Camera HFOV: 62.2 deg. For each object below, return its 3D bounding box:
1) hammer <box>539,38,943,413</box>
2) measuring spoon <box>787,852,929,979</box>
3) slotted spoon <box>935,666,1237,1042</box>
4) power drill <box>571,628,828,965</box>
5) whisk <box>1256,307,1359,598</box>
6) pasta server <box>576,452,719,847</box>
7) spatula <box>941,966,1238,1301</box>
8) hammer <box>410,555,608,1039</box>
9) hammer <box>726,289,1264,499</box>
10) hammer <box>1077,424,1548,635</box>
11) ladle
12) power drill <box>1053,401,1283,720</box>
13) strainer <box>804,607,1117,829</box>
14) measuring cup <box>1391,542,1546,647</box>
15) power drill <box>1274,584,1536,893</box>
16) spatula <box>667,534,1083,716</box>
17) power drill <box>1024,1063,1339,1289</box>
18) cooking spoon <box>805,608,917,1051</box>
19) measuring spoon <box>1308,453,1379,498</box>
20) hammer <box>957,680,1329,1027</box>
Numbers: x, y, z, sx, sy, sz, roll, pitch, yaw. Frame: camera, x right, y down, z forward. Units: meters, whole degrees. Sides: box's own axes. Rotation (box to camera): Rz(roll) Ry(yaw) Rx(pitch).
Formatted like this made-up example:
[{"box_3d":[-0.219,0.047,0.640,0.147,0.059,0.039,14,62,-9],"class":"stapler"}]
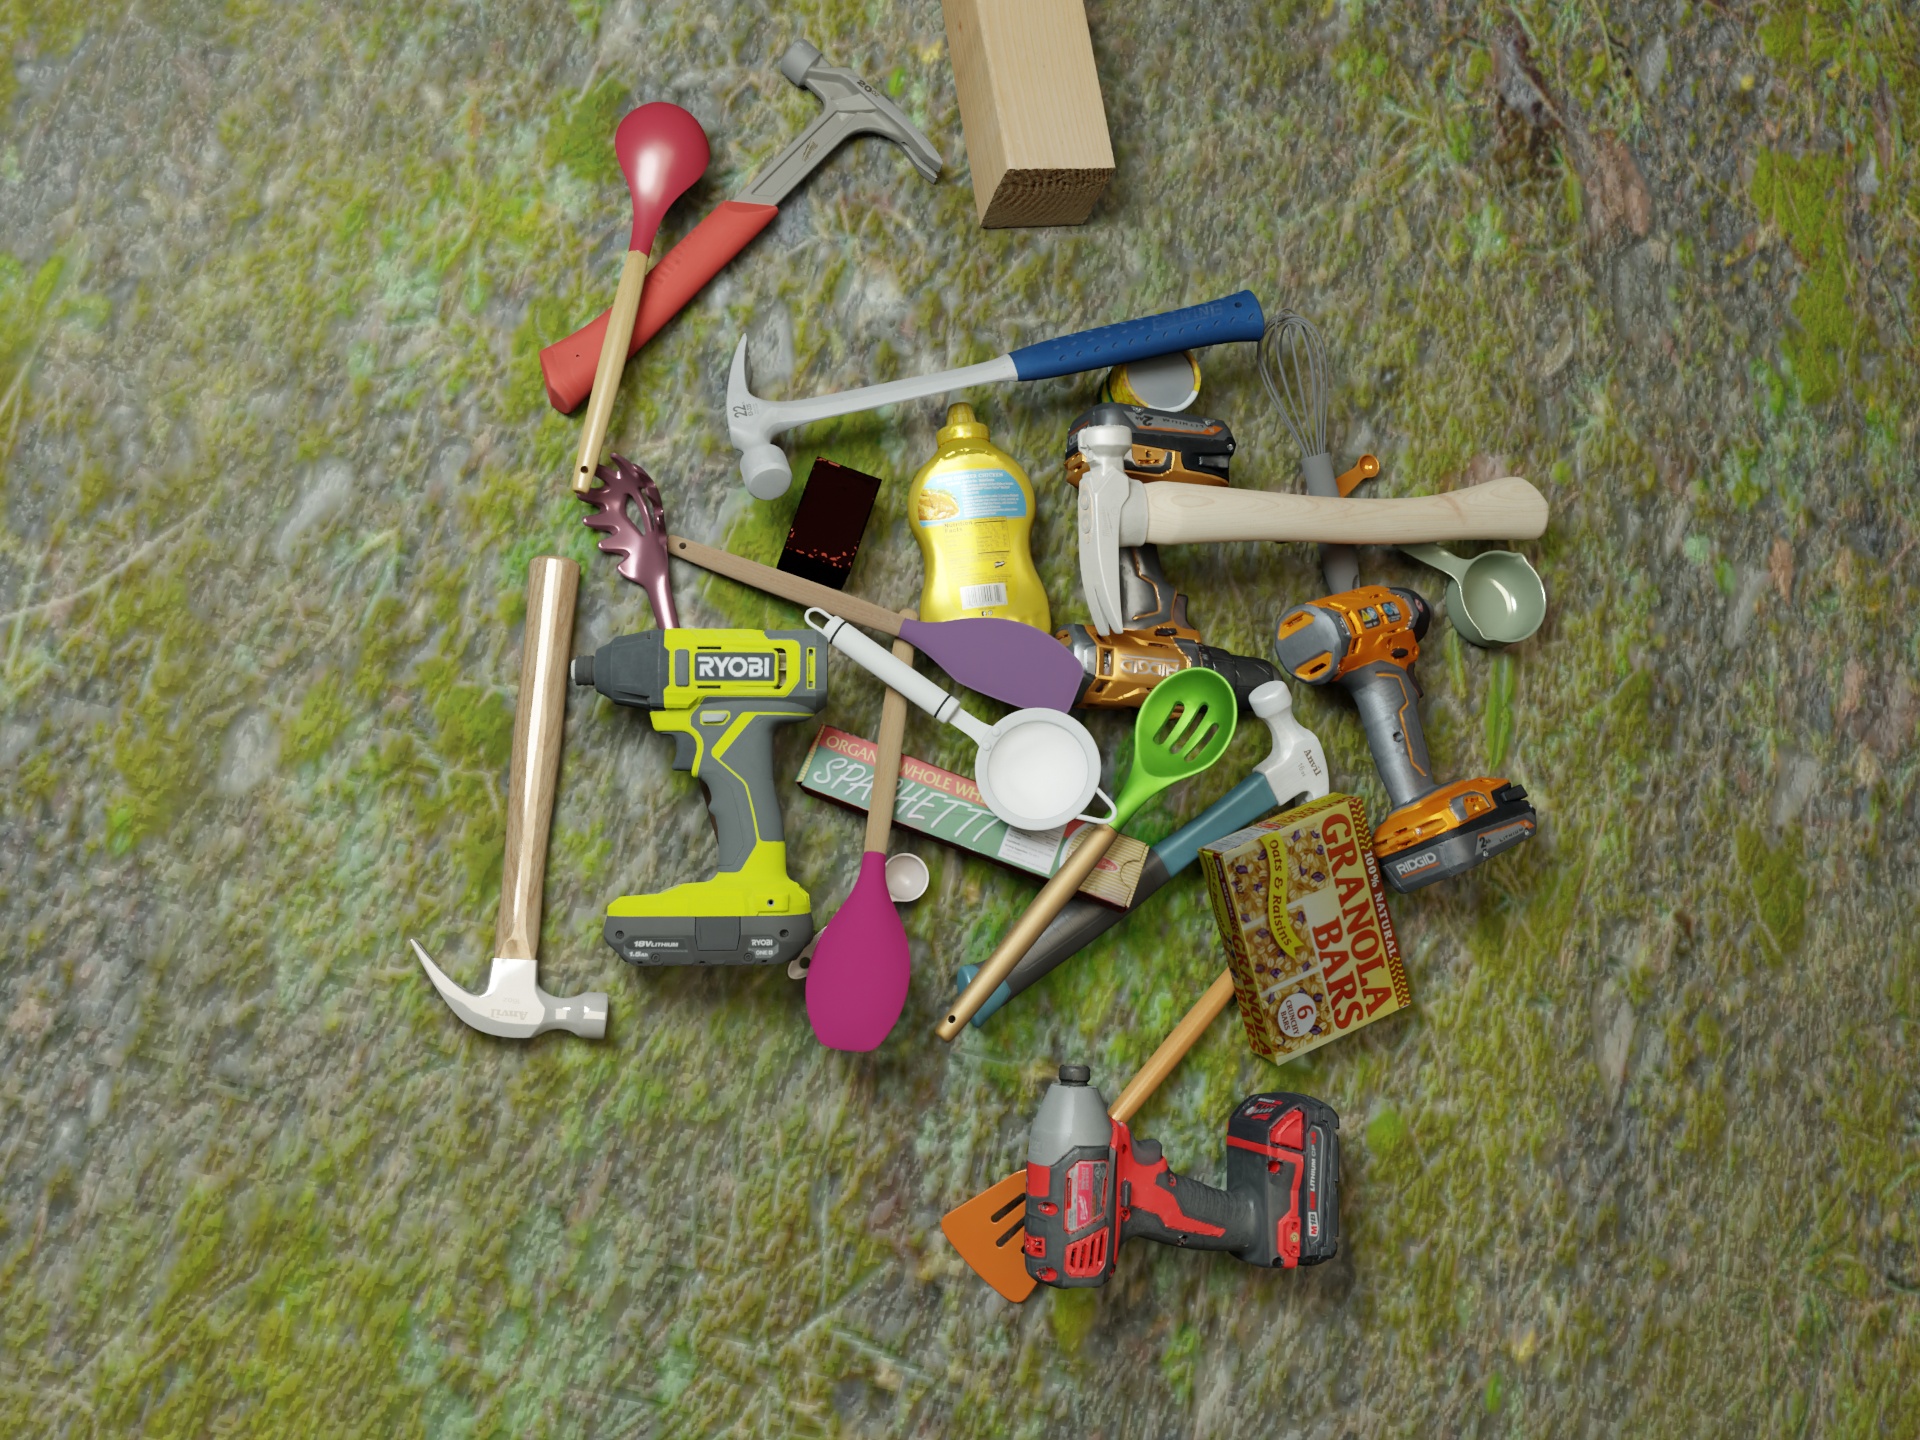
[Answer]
[{"box_3d":[-0.175,-0.356,1.197,0.149,0.036,0.359,41,72,-2],"class":"hammer"},{"box_3d":[-0.074,0.141,1.131,0.124,0.018,0.034,-40,91,-11],"class":"measuring spoon"},{"box_3d":[0.085,0.092,1.088,0.070,0.031,0.314,34,79,27],"class":"slotted spoon"},{"box_3d":[-0.175,0.049,1.070,0.171,0.080,0.223,0,86,-4],"class":"power drill"},{"box_3d":[0.280,-0.206,1.254,0.055,0.055,0.239,-16,95,-16],"class":"whisk"},{"box_3d":[-0.202,-0.035,1.123,0.060,0.040,0.316,-19,84,25],"class":"pasta server"},{"box_3d":[0.121,0.270,1.144,0.081,0.041,0.322,46,68,-1],"class":"spatula"},{"box_3d":[-0.295,0.048,1.087,0.130,0.031,0.331,5,77,-13],"class":"hammer"},{"box_3d":[0.026,-0.263,1.172,0.405,0.035,0.144,-14,54,-9],"class":"hammer"},{"box_3d":[0.275,-0.142,1.194,0.410,0.038,0.146,-3,91,-24],"class":"hammer"},{"box_3d":[-0.238,-0.310,1.140,0.069,0.031,0.315,13,77,-11],"class":"ladle"},{"box_3d":[0.161,-0.112,1.204,0.185,0.084,0.226,6,82,-20],"class":"power drill"},{"box_3d":[-0.002,-0.004,1.105,0.258,0.050,0.087,35,79,5],"class":"strainer"},{"box_3d":[0.390,-0.118,1.280,0.167,0.038,0.083,29,74,-4],"class":"measuring cup"},{"box_3d":[0.346,0.002,1.214,0.164,0.084,0.226,-17,79,-40],"class":"power drill"},{"box_3d":[-0.064,-0.077,1.134,0.316,0.018,0.060,19,75,7],"class":"spatula"},{"box_3d":[0.147,0.308,1.090,0.219,0.078,0.143,5,81,-22],"class":"power drill"},{"box_3d":[-0.056,0.068,1.094,0.069,0.017,0.319,4,67,7],"class":"cooking spoon"},{"box_3d":[0.293,-0.178,1.285,0.117,0.011,0.021,-37,96,-14],"class":"measuring spoon"},{"box_3d":[0.134,0.111,1.161,0.331,0.033,0.128,-34,106,-13],"class":"hammer"}]
